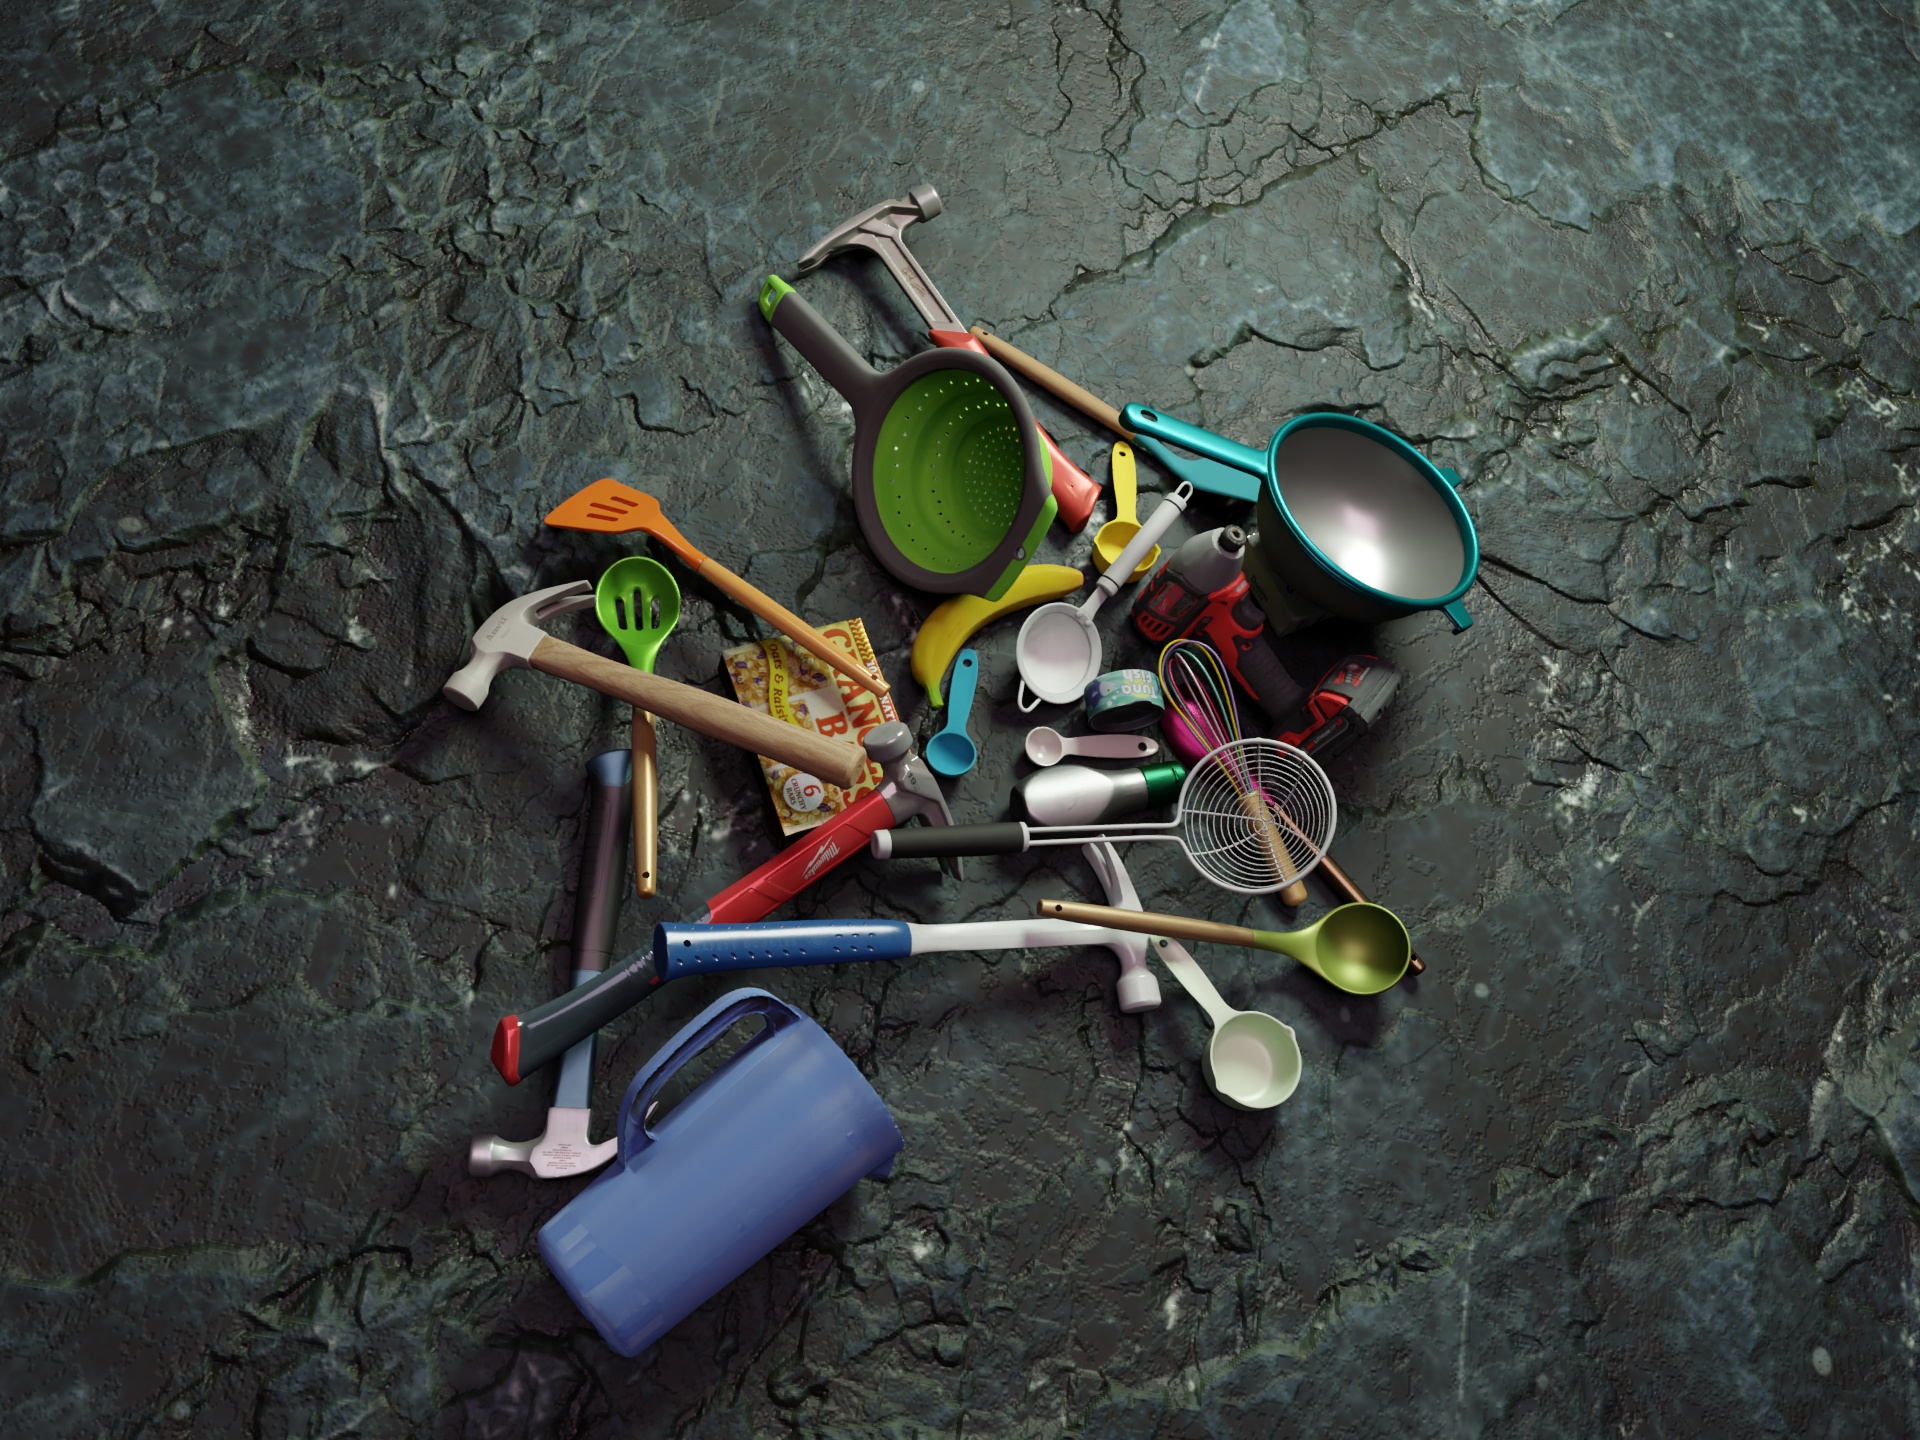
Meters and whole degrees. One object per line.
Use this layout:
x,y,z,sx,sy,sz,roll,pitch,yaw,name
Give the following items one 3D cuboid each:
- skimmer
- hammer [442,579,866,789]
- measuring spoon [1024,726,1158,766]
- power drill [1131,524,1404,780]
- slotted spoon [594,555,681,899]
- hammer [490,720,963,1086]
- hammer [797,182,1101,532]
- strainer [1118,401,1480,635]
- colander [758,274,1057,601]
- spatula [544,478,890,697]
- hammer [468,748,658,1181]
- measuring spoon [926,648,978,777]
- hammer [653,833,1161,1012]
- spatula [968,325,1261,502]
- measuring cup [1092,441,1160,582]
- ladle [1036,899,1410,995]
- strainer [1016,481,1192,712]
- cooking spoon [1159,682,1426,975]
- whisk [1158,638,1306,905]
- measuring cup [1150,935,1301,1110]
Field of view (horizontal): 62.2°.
0.115,0.080,1.240,0.363,0.090,0.127,-1,73,-20,skimmer
-0.225,-0.019,1.223,0.331,0.031,0.130,19,61,14,hammer
0.111,0.024,1.360,0.124,0.018,0.034,0,73,-20,measuring spoon
0.259,-0.066,1.357,0.220,0.143,0.078,43,52,4,power drill
-0.251,0.000,1.246,0.070,0.031,0.314,-1,55,-12,slotted spoon
-0.168,0.158,1.188,0.386,0.038,0.143,-34,116,-22,hammer
0.004,-0.319,1.453,0.149,0.036,0.359,-33,81,-8,hammer
0.277,-0.180,1.369,0.340,0.095,0.211,19,52,-12,strainer
-0.039,-0.266,1.398,0.094,0.204,0.397,-6,47,-51,colander
-0.193,-0.108,1.306,0.322,0.041,0.081,35,48,8,spatula
-0.280,0.177,1.199,0.128,0.033,0.331,6,67,-9,hammer
-0.002,-0.004,1.347,0.042,0.021,0.129,11,57,-1,measuring spoon
-0.032,0.161,1.210,0.405,0.035,0.144,1,66,-27,hammer
0.147,-0.288,1.476,0.317,0.044,0.082,32,46,3,spatula
0.147,-0.190,1.452,0.062,0.029,0.157,8,55,-9,measuring cup
0.215,0.168,1.274,0.320,0.062,0.078,10,67,-18,ladle
0.122,-0.109,1.375,0.086,0.050,0.258,44,79,-24,strainer
0.286,0.093,1.366,0.069,0.017,0.319,-37,79,-22,cooking spoon
0.229,0.045,1.344,0.047,0.051,0.245,-23,88,-45,whisk
0.203,0.239,1.280,0.083,0.038,0.168,-32,76,-22,measuring cup
